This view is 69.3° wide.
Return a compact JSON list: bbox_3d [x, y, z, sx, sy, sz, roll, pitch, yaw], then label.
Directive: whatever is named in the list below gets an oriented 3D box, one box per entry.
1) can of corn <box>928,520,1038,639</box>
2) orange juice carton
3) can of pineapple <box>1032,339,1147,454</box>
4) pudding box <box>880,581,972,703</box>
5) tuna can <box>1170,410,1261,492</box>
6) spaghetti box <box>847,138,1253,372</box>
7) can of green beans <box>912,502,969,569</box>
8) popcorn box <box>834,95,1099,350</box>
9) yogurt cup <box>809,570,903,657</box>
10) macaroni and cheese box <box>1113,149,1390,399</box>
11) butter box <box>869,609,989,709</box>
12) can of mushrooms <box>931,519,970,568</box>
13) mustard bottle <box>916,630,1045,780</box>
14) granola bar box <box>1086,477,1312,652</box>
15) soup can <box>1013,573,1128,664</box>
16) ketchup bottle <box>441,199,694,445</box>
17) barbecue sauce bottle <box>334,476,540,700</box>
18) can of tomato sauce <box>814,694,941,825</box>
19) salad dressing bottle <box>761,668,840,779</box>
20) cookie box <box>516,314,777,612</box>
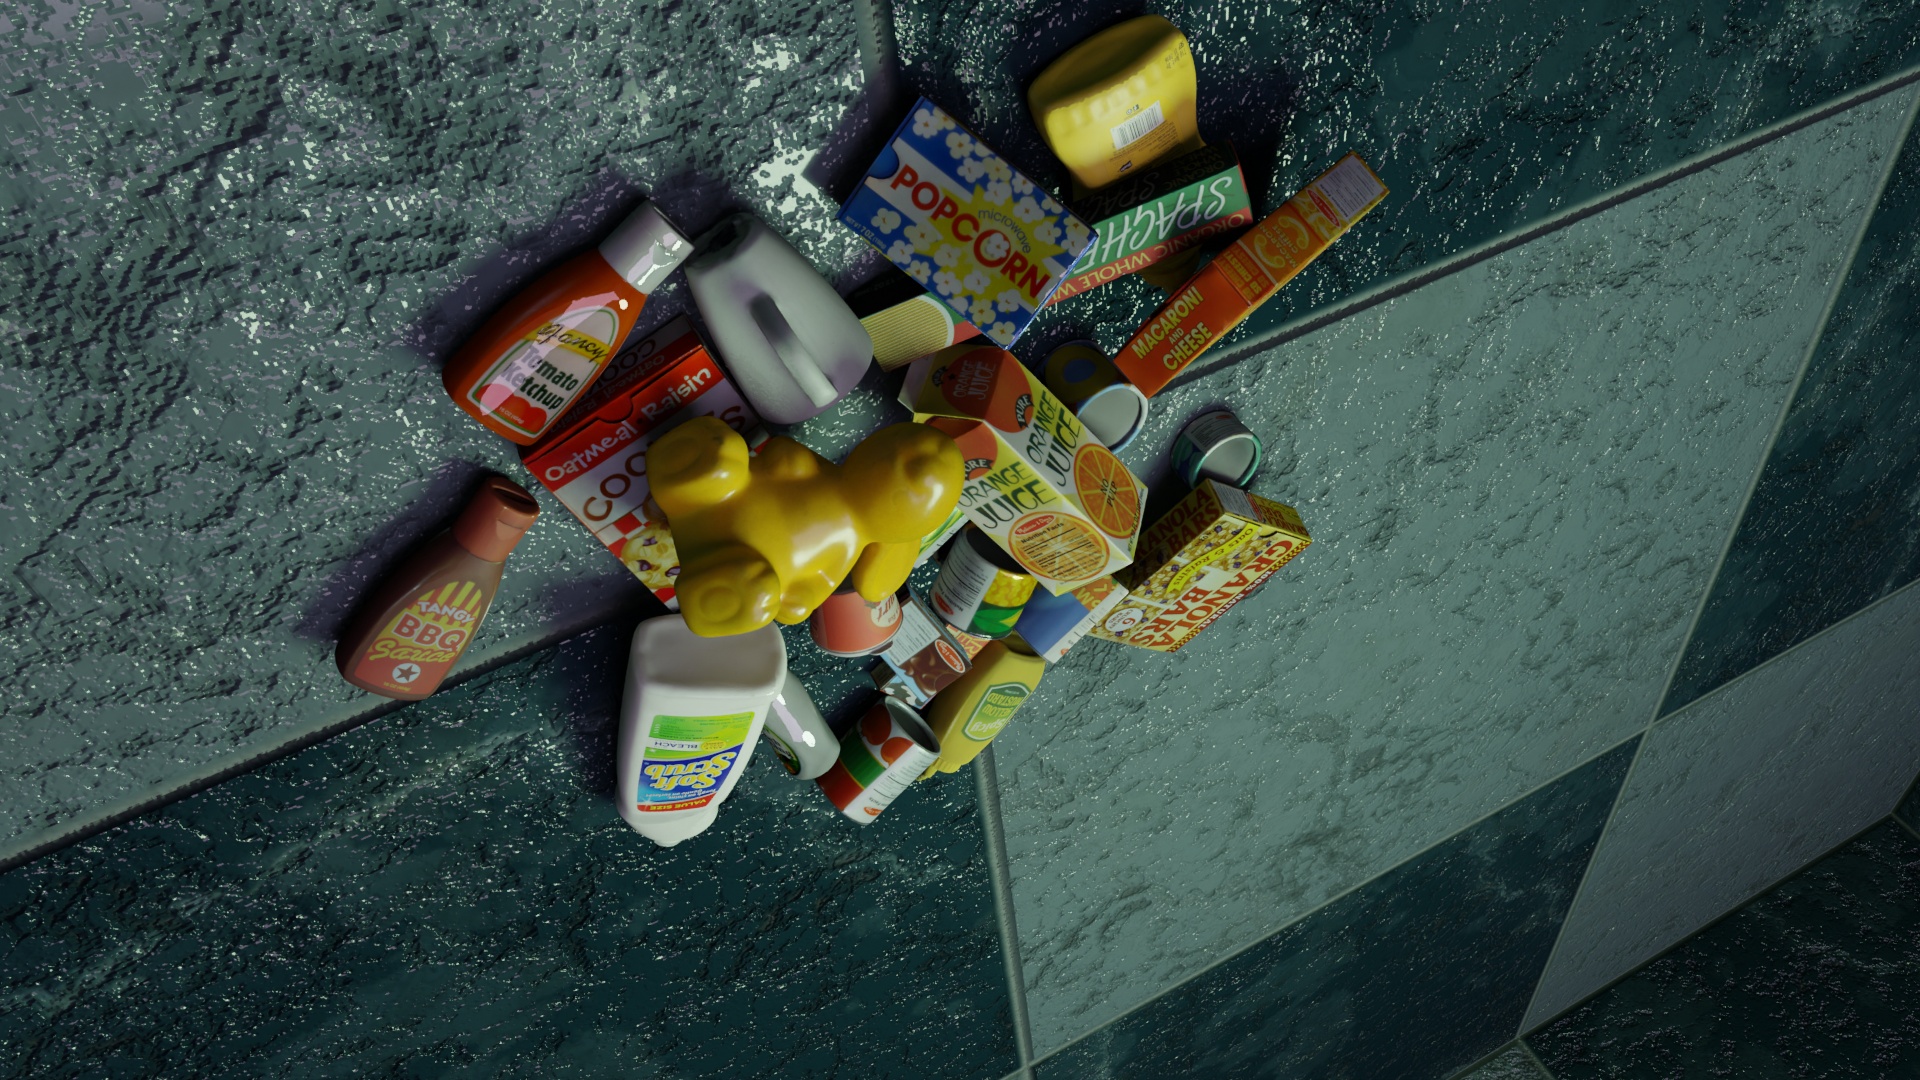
[{"bbox_3d":[0.021,0.026,0.981,0.071,0.071,0.058,3,126,-36],"label":"can of corn"},{"bbox_3d":[0.033,-0.055,0.916,0.073,0.072,0.192,-27,123,39],"label":"orange juice carton"},{"bbox_3d":[0.087,-0.097,0.970,0.071,0.058,0.070,-19,136,-19],"label":"can of pineapple"},{"bbox_3d":[-0.036,0.076,1.044,0.049,0.030,0.083,-37,116,5],"label":"pudding box"},{"bbox_3d":[0.202,-0.065,1.098,0.071,0.033,0.070,-19,135,-19],"label":"tuna can"},{"bbox_3d":[0.054,-0.171,0.845,0.250,0.029,0.050,-21,140,10],"label":"spaghetti box"},{"bbox_3d":[-0.032,-0.023,0.950,0.058,0.071,0.071,-43,139,7],"label":"can of green beans"},{"bbox_3d":[0.005,-0.181,0.798,0.126,0.038,0.085,37,107,-7],"label":"popcorn box"},{"bbox_3d":[-0.077,0.041,0.982,0.072,0.072,0.053,-22,129,-16],"label":"yogurt cup"},{"bbox_3d":[0.186,-0.172,0.898,0.167,0.040,0.123,-39,178,-32],"label":"macaroni and cheese box"},{"bbox_3d":[-0.017,0.085,1.092,0.103,0.024,0.053,-46,137,10],"label":"butter box"},{"bbox_3d":[0.004,-0.013,1.010,0.071,0.033,0.070,-18,136,-19],"label":"can of mushrooms"},{"bbox_3d":[0.007,0.144,1.145,0.065,0.049,0.159,13,119,-39],"label":"mustard bottle"},{"bbox_3d":[0.188,0.026,1.139,0.124,0.039,0.165,14,133,-42],"label":"granola bar box"},{"bbox_3d":[0.078,0.043,1.090,0.083,0.071,0.071,-44,139,6],"label":"soup can"},{"bbox_3d":[-0.209,-0.121,0.756,0.148,0.044,0.064,-43,138,7],"label":"ketchup bottle"},{"bbox_3d":[-0.306,0.028,0.826,0.065,0.044,0.148,26,110,-44],"label":"barbecue sauce bottle"},{"bbox_3d":[-0.068,0.173,1.110,0.083,0.071,0.071,-45,138,9],"label":"can of tomato sauce"},{"bbox_3d":[-0.136,0.115,1.016,0.044,0.064,0.147,-39,132,-16],"label":"salad dressing bottle"},{"bbox_3d":[-0.174,-0.042,0.855,0.123,0.040,0.166,-35,139,-2],"label":"cookie box"}]
